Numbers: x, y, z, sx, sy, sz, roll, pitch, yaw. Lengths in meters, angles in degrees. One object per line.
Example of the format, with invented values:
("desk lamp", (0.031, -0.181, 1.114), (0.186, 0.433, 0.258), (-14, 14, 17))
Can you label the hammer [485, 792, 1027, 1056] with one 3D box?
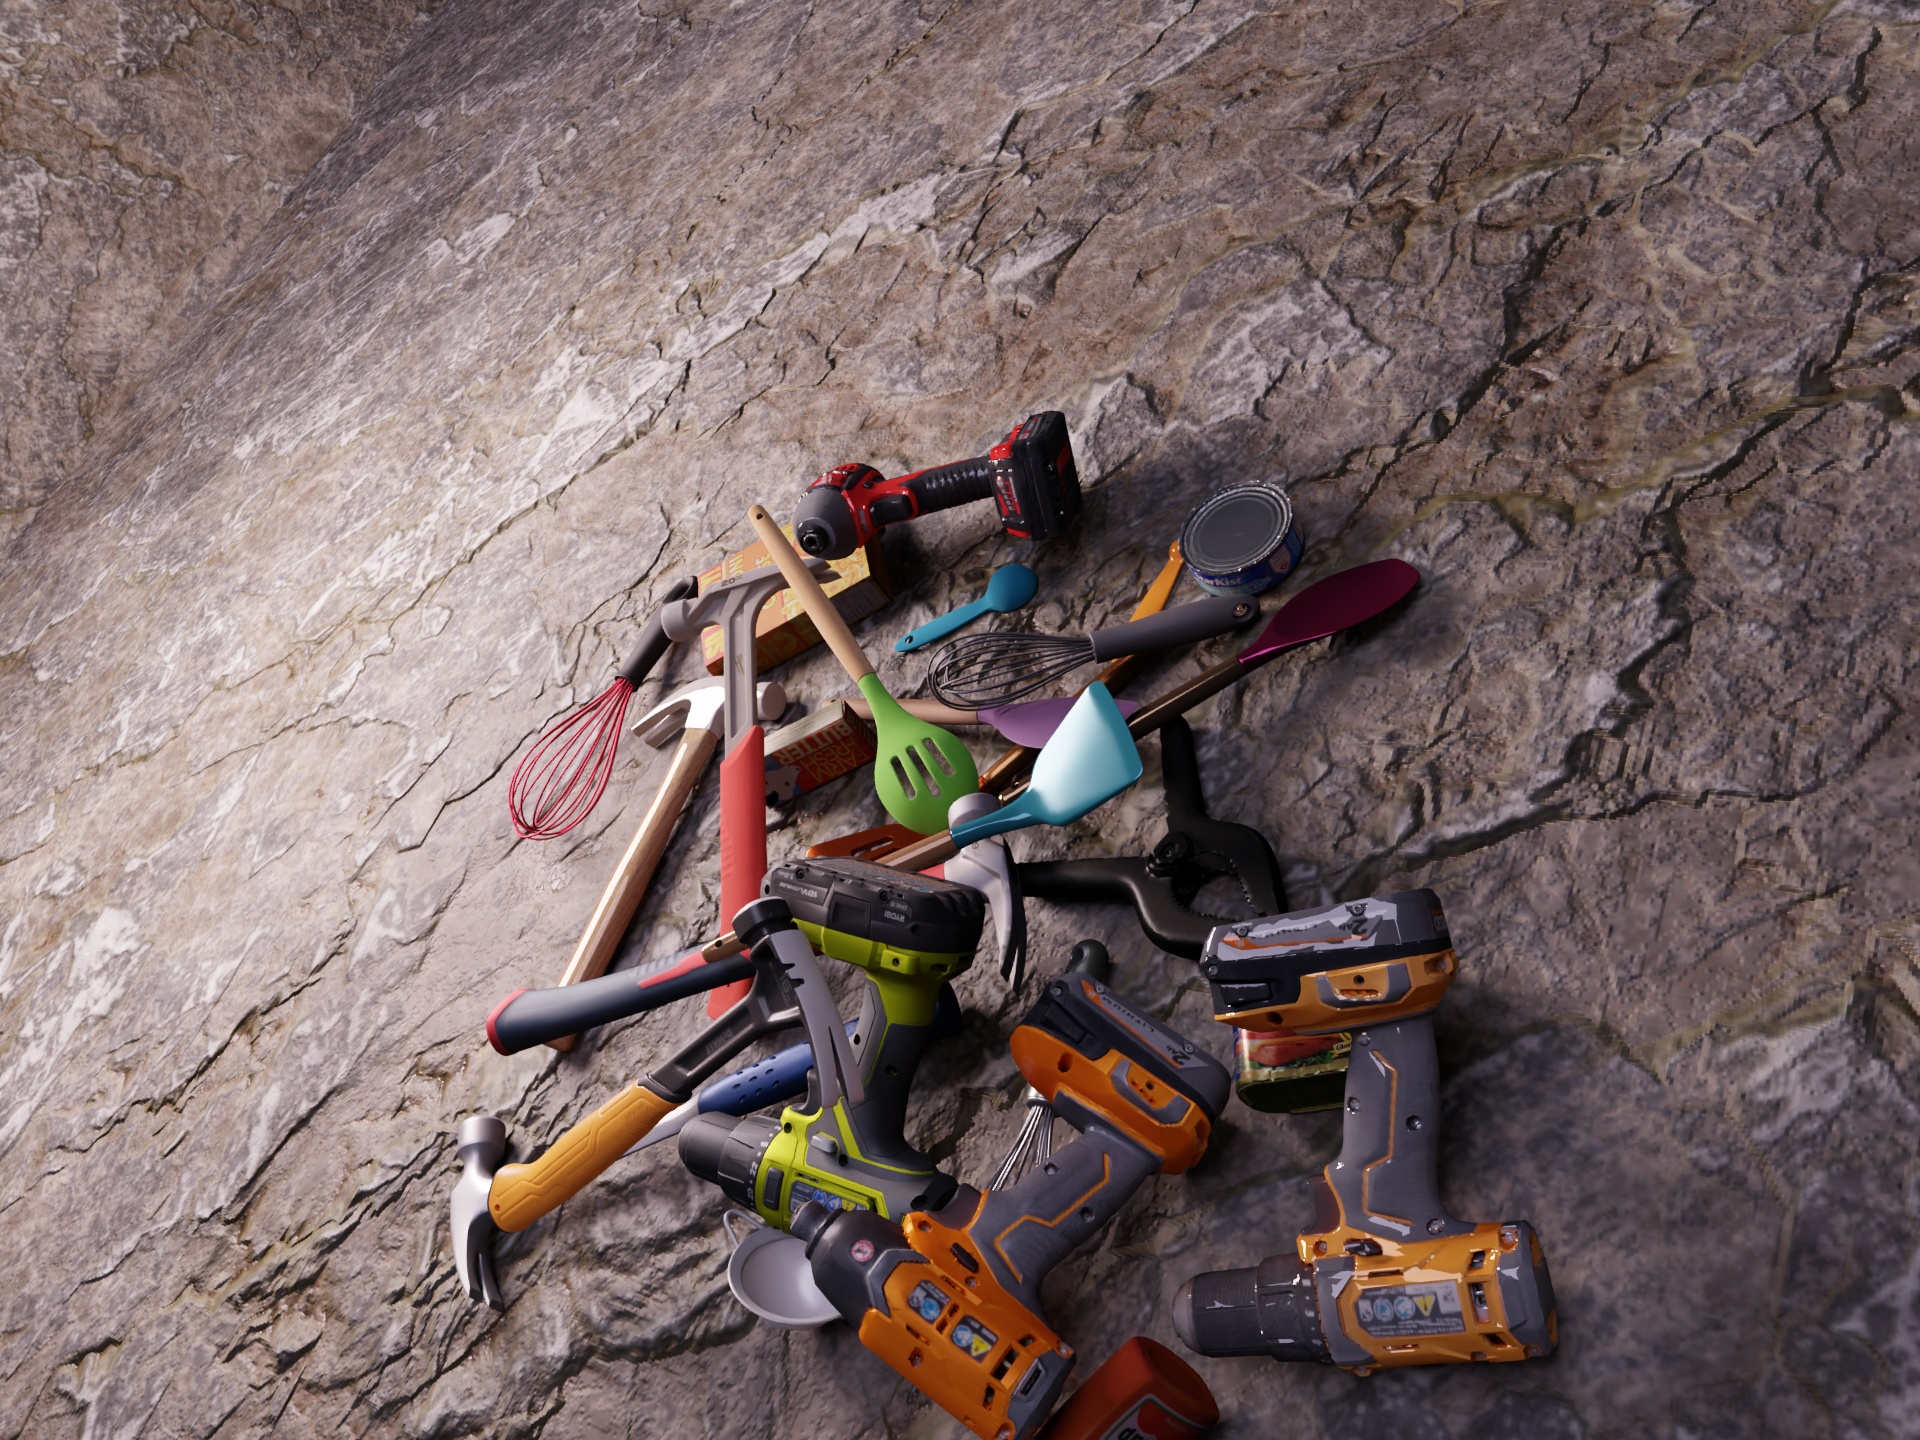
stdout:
("hammer", (-0.143, 0.169, 1.063), (0.386, 0.038, 0.143), (-20, 48, 11))

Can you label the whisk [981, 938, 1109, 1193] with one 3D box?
("whisk", (0.049, 0.237, 0.944), (0.058, 0.059, 0.246), (-26, 34, 49))

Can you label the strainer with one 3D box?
("strainer", (-0.044, 0.354, 0.916), (0.259, 0.050, 0.087), (15, 22, 36))

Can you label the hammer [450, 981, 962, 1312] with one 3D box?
("hammer", (-0.182, 0.273, 1.081), (0.405, 0.035, 0.144), (-26, 45, 15))

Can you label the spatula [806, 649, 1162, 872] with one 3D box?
("spatula", (0.035, 0.024, 1.129), (0.322, 0.041, 0.081), (-40, 48, -1))

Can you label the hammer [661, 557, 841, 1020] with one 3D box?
("hammer", (-0.152, 0.052, 1.174), (0.149, 0.036, 0.359), (-14, 64, 20))

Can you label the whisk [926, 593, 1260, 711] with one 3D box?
("whisk", (0.093, -0.054, 1.110), (0.239, 0.055, 0.055), (-14, 46, -1))

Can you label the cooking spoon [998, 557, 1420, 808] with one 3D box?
("cooking spoon", (0.165, -0.024, 1.063), (0.319, 0.017, 0.069), (-30, 31, -3))

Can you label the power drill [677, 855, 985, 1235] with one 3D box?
("power drill", (-0.079, 0.202, 0.965), (0.191, 0.080, 0.228), (11, 94, 29))

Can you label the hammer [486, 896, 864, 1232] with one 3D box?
("hammer", (-0.192, 0.245, 0.983), (0.337, 0.034, 0.127), (-40, 65, 31))

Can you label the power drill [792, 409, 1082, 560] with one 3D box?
("power drill", (-0.024, -0.174, 1.246), (0.219, 0.078, 0.143), (-9, 21, 16))

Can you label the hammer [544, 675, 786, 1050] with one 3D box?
("hammer", (-0.256, 0.106, 1.271), (0.130, 0.031, 0.331), (3, 58, 36))

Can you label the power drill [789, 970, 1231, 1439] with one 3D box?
("power drill", (0.027, 0.249, 0.857), (0.164, 0.084, 0.226), (32, 60, 17))

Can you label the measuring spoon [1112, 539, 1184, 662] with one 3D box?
("measuring spoon", (0.140, -0.089, 1.168), (0.021, 0.011, 0.117), (14, 65, 41))

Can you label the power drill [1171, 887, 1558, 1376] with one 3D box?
("power drill", (0.181, 0.210, 0.800), (0.185, 0.084, 0.226), (-15, 79, 23))

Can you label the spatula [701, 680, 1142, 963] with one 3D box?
("spatula", (-0.031, 0.081, 1.023), (0.317, 0.044, 0.082), (-26, 52, 7))

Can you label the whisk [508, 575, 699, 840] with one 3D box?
("whisk", (-0.303, -0.017, 1.389), (0.073, 0.073, 0.296), (3, 52, 36))

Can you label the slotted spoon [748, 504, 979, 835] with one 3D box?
("slotted spoon", (-0.082, -0.047, 1.155), (0.070, 0.031, 0.314), (-31, 63, -5))

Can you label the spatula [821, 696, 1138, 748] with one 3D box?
("spatula", (-0.002, -0.004, 1.158), (0.316, 0.018, 0.060), (4, 38, 48))

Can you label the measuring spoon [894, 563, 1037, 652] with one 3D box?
("measuring spoon", (0.000, -0.089, 1.257), (0.128, 0.021, 0.042), (-26, 45, 13))
